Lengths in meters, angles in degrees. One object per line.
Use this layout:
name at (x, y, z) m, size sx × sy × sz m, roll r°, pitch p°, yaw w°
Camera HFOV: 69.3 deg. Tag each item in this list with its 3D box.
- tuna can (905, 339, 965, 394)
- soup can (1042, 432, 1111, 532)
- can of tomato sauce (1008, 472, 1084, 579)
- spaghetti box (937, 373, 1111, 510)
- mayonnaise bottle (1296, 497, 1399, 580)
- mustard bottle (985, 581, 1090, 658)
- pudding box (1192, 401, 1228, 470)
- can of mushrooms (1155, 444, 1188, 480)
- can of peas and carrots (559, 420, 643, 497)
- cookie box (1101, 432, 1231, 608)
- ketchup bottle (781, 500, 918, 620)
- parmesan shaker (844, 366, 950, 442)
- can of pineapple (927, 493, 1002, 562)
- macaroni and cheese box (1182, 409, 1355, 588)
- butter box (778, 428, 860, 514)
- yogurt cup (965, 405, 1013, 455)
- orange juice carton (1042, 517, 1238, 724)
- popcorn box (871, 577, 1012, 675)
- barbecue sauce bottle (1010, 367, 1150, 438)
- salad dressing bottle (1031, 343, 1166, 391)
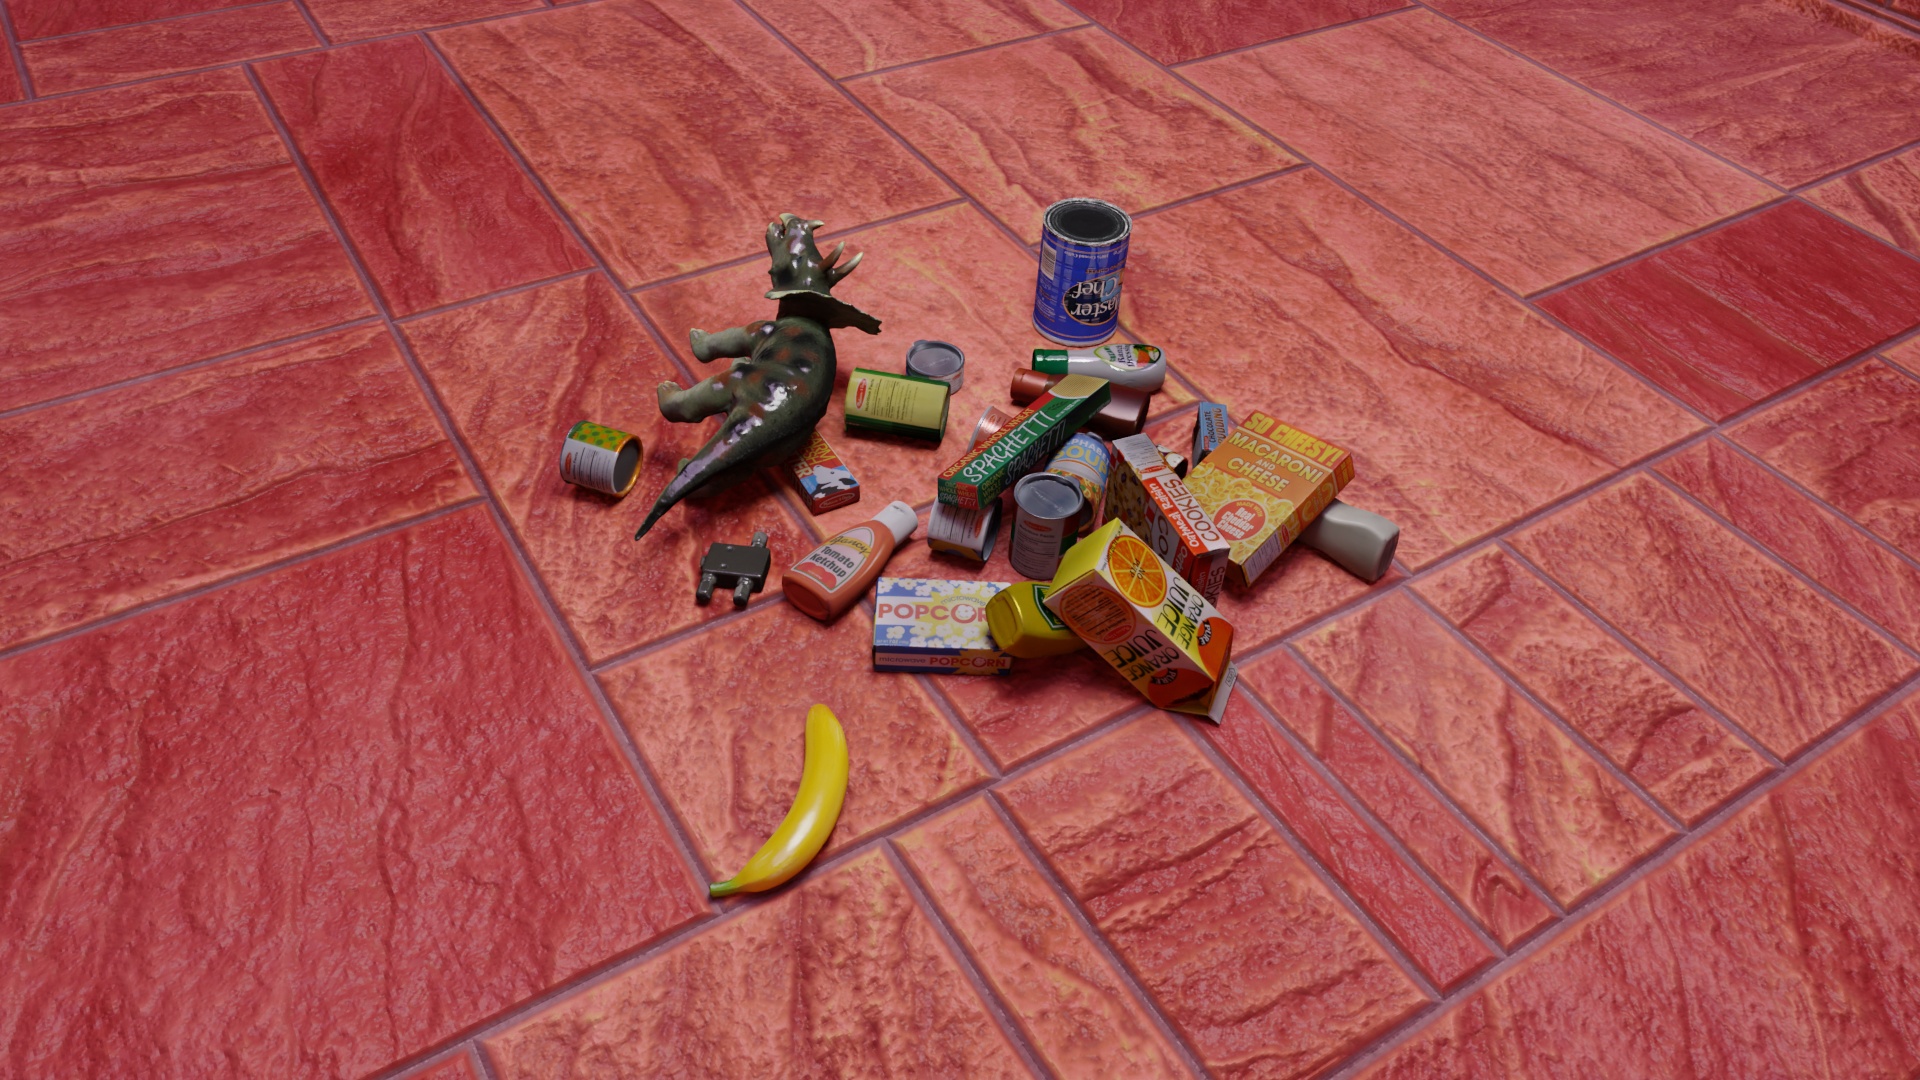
tuna can at (-0.030, -0.194, 1.557) m, size 0.071 × 0.032 × 0.071 m, roll 2°, pitch 43°, yaw -2°
soup can at (0.114, -0.059, 1.399) m, size 0.071 × 0.071 × 0.084 m, roll 12°, pitch 44°, yaw 8°
can of tomato sauce at (0.082, -0.015, 1.341) m, size 0.071 × 0.082 × 0.071 m, roll 2°, pitch 43°, yaw -2°
spaghetti box at (0.067, -0.101, 1.377) m, size 0.050 × 0.028 × 0.251 m, roll 14°, pitch 37°, yaw 33°
mayonnaise bottle at (0.362, -0.019, 1.386) m, size 0.148 × 0.064 × 0.041 m, roll 33°, pitch 49°, yaw 31°
mustard bottle at (0.097, 0.070, 1.255) m, size 0.160 × 0.048 × 0.065 m, roll 0°, pitch 57°, yaw -41°
pudding box at (0.265, -0.103, 1.474) m, size 0.030 × 0.049 × 0.084 m, roll 7°, pitch 43°, yaw 1°
can of mushrooms at (0.203, -0.063, 1.414) m, size 0.033 × 0.070 × 0.071 m, roll 28°, pitch 48°, yaw 22°
can of peas and carrots at (-0.357, -0.082, 1.390) m, size 0.059 × 0.070 × 0.071 m, roll 16°, pitch 45°, yaw 11°
cookie box at (0.188, -0.001, 1.306) m, size 0.040 × 0.122 × 0.168 m, roll -14°, pitch 46°, yaw -16°
ketchup bottle at (-0.100, 0.015, 1.324) m, size 0.065 × 0.043 × 0.149 m, roll 29°, pitch 48°, yaw 24°
parmesan shaker at (-0.067, -0.141, 1.478) m, size 0.103 × 0.071 × 0.072 m, roll 10°, pitch 44°, yaw 5°
can of pineapple at (0.005, -0.017, 1.352) m, size 0.058 × 0.070 × 0.071 m, roll 15°, pitch 44°, yaw 11°
macaroni and cheese box at (0.286, -0.044, 1.370) m, size 0.167 × 0.040 × 0.124 m, roll -43°, pitch 47°, yaw -16°
butter box at (-0.149, -0.072, 1.425) m, size 0.053 × 0.024 × 0.104 m, roll -20°, pitch 49°, yaw -24°
yogurt cup at (0.042, -0.100, 1.443) m, size 0.054 × 0.072 × 0.073 m, roll 24°, pitch 46°, yaw 8°
orange juice carton at (0.171, 0.078, 1.223) m, size 0.192 × 0.072 × 0.072 m, roll 42°, pitch 45°, yaw -13°
popcorn box at (-0.016, 0.078, 1.267) m, size 0.127 × 0.038 × 0.085 m, roll 3°, pitch 43°, yaw -2°
barbecue sauce bottle at (0.129, -0.154, 1.522) m, size 0.148 × 0.043 × 0.065 m, roll 17°, pitch 45°, yaw 14°
salad dressing bottle at (0.155, -0.196, 1.567) m, size 0.148 × 0.043 × 0.064 m, roll 1°, pitch 44°, yaw -4°
